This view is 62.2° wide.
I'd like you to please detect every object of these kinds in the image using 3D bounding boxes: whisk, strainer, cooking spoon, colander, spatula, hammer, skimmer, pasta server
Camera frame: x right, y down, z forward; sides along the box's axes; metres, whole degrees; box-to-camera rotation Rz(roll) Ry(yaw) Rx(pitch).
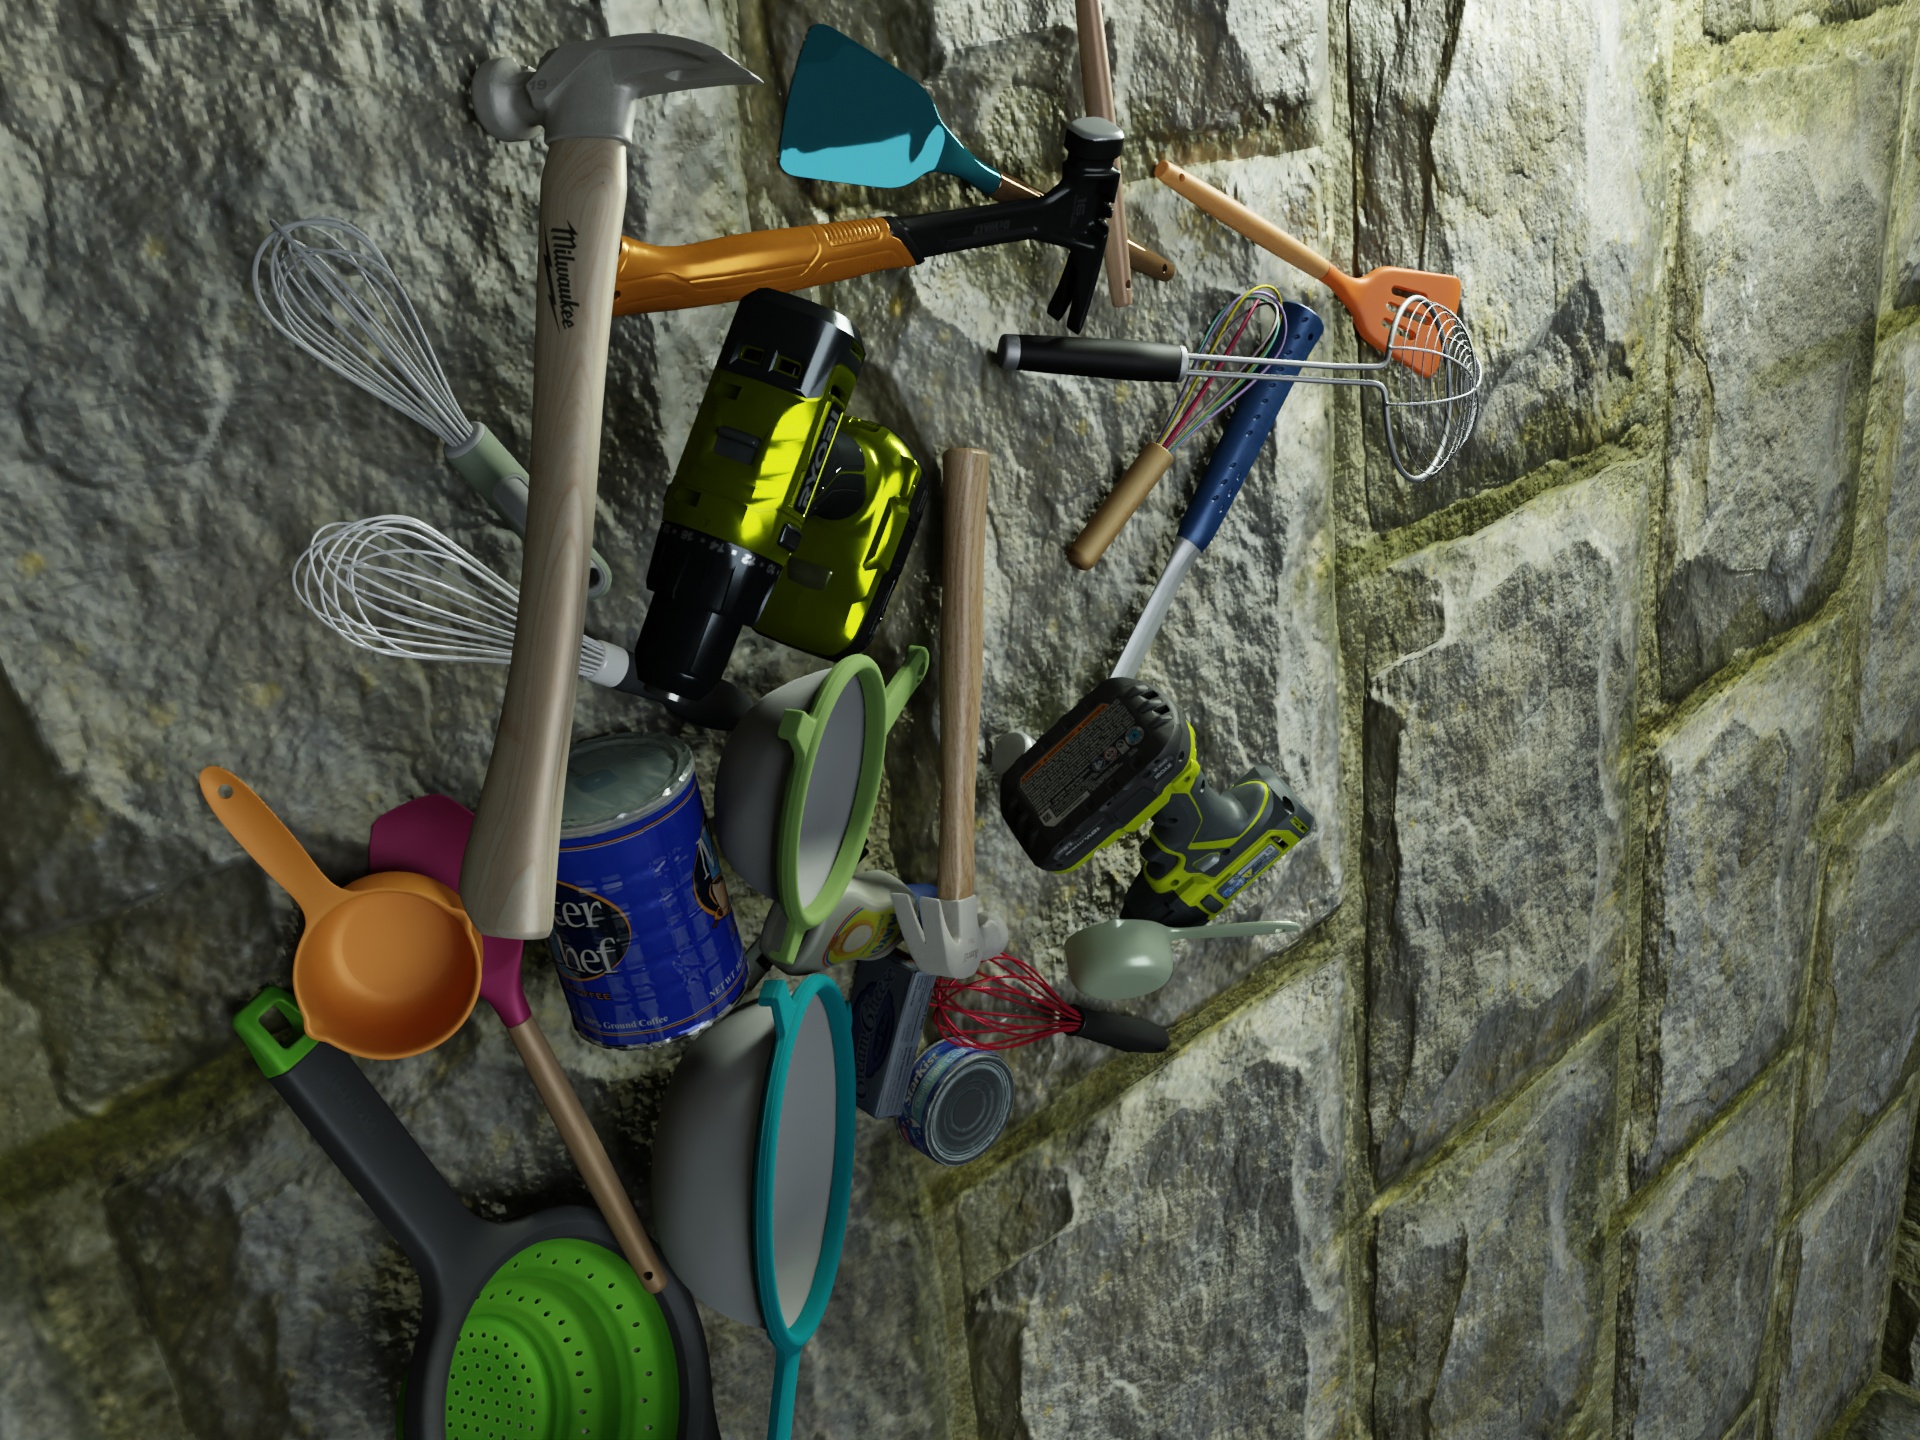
[{"bbox_3d":[0.070,0.214,1.153,0.295,0.073,0.073,24,87,-48],"label":"whisk"},{"bbox_3d":[-0.132,0.316,0.920,0.211,0.095,0.340,60,34,-74],"label":"strainer"},{"bbox_3d":[-0.229,0.183,0.862,0.069,0.017,0.318,-24,108,-8],"label":"cooking spoon"},{"bbox_3d":[-0.279,0.312,0.855,0.397,0.094,0.205,59,32,-16],"label":"colander"},{"bbox_3d":[0.148,-0.205,1.098,0.245,0.051,0.047,-53,165,-9],"label":"whisk"},{"bbox_3d":[0.028,-0.321,0.969,0.317,0.044,0.082,8,97,-47],"label":"spatula"},{"bbox_3d":[-0.002,-0.003,0.995,0.130,0.031,0.331,-6,98,-69],"label":"hammer"},{"bbox_3d":[-0.176,-0.104,0.729,0.038,0.146,0.410,4,91,-62],"label":"hammer"},{"bbox_3d":[-0.212,-0.038,0.828,0.284,0.070,0.070,23,88,-48],"label":"whisk"},{"bbox_3d":[0.193,-0.231,1.069,0.363,0.090,0.127,1,94,-15],"label":"skimmer"},{"bbox_3d":[0.254,-0.335,1.150,0.322,0.041,0.081,13,96,-42],"label":"spatula"},{"bbox_3d":[-0.081,0.010,0.909,0.256,0.069,0.151,-60,159,-60],"label":"strainer"},{"bbox_3d":[0.074,-0.410,0.960,0.060,0.040,0.316,-26,117,-33],"label":"pasta server"},{"bbox_3d":[-0.245,-0.141,0.769,0.058,0.059,0.246,-43,133,-8],"label":"whisk"},{"bbox_3d":[-0.055,-0.257,0.887,0.337,0.034,0.127,-18,137,-30],"label":"hammer"},{"bbox_3d":[0.161,-0.113,1.141,0.143,0.035,0.405,34,80,-42],"label":"hammer"}]

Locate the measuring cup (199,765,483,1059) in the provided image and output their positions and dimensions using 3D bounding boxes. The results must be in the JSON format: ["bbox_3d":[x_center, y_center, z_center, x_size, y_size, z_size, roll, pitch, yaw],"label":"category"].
[{"bbox_3d":[-0.308,0.087,0.787,0.095,0.052,0.173,-38,104,-5],"label":"measuring cup"}]

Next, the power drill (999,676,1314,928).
[{"bbox_3d":[0.132,0.076,1.099,0.171,0.080,0.223,-43,138,10],"label":"power drill"}]

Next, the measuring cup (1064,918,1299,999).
[{"bbox_3d":[0.158,0.167,1.124,0.083,0.167,0.038,75,10,-61],"label":"measuring cup"}]

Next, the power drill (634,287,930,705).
[{"bbox_3d":[-0.091,-0.095,0.813,0.228,0.080,0.190,19,92,-81],"label":"power drill"}]
